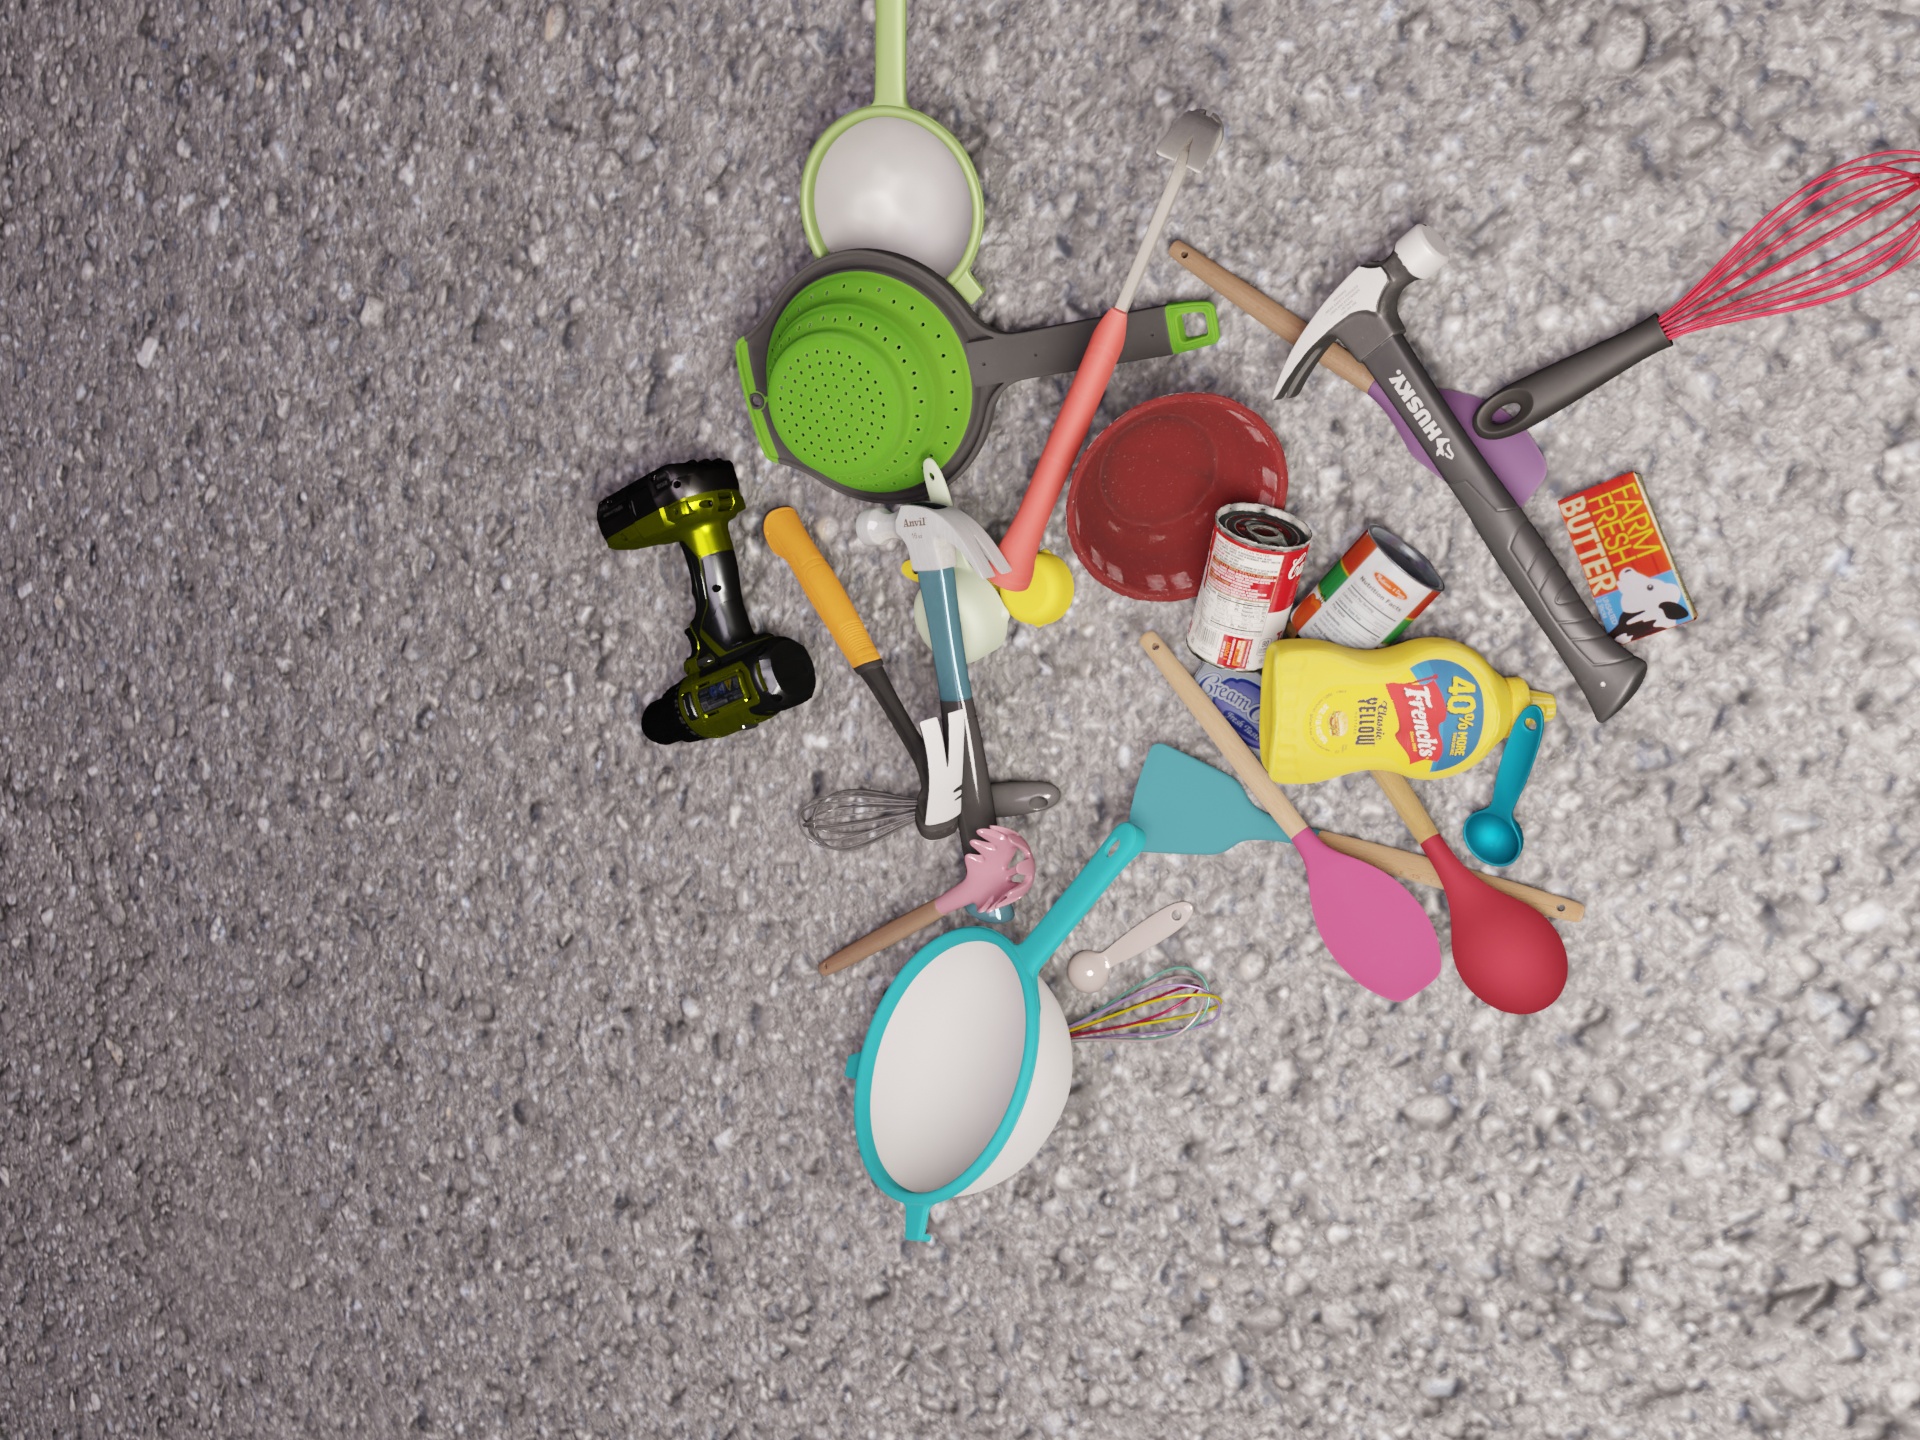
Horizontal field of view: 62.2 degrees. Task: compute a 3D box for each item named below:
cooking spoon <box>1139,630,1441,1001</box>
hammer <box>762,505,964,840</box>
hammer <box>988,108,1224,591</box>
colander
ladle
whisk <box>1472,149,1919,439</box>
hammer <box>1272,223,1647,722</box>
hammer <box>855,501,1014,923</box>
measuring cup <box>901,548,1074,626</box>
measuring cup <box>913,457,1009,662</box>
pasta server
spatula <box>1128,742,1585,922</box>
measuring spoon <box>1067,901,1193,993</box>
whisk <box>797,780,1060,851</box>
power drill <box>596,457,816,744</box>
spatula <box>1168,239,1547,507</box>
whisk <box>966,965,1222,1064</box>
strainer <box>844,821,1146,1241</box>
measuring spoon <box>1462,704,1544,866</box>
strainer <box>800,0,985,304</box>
[{"bbox_3d":[0.225,0.060,1.129,0.069,0.017,0.319,-38,72,7],"label":"cooking spoon"},{"bbox_3d":[-0.083,-0.064,1.249,0.337,0.034,0.127,57,156,37],"label":"hammer"},{"bbox_3d":[0.092,-0.240,1.104,0.036,0.149,0.359,25,122,2],"label":"hammer"},{"bbox_3d":[-0.007,-0.260,1.199,0.397,0.094,0.204,-5,113,23],"label":"colander"},{"bbox_3d":[0.310,0.059,1.095,0.069,0.031,0.316,-34,69,13],"label":"ladle"},{"bbox_3d":[0.453,-0.252,0.980,0.296,0.073,0.073,-28,81,33],"label":"whisk"},{"bbox_3d":[0.337,-0.146,1.044,0.146,0.035,0.335,-39,77,40],"label":"hammer"},{"bbox_3d":[-0.002,-0.004,1.224,0.128,0.033,0.331,1,105,43],"label":"hammer"},{"bbox_3d":[0.015,-0.111,1.263,0.156,0.029,0.062,11,100,27],"label":"measuring cup"},{"bbox_3d":[-0.014,-0.120,1.236,0.083,0.038,0.167,11,127,43],"label":"measuring cup"},{"bbox_3d":[-0.035,0.155,1.264,0.316,0.040,0.060,-34,63,47],"label":"pasta server"},{"bbox_3d":[0.275,0.093,1.126,0.318,0.044,0.082,15,87,27],"label":"spatula"},{"bbox_3d":[0.130,0.175,1.233,0.124,0.018,0.034,-38,76,27],"label":"measuring spoon"},{"bbox_3d":[-0.028,0.074,1.301,0.239,0.055,0.055,-8,91,26],"label":"whisk"},{"bbox_3d":[-0.234,-0.095,1.383,0.190,0.080,0.228,-19,88,38],"label":"power drill"},{"bbox_3d":[0.270,-0.250,1.110,0.316,0.018,0.059,40,105,20],"label":"spatula"},{"bbox_3d":[0.095,0.241,1.247,0.245,0.047,0.051,-22,85,33],"label":"whisk"},{"bbox_3d":[0.054,0.222,1.198,0.340,0.095,0.211,-53,33,15],"label":"strainer"},{"bbox_3d":[0.370,0.041,1.059,0.042,0.021,0.128,31,131,33],"label":"measuring spoon"},{"bbox_3d":[-0.044,-0.450,1.216,0.151,0.069,0.256,10,117,17],"label":"strainer"}]
